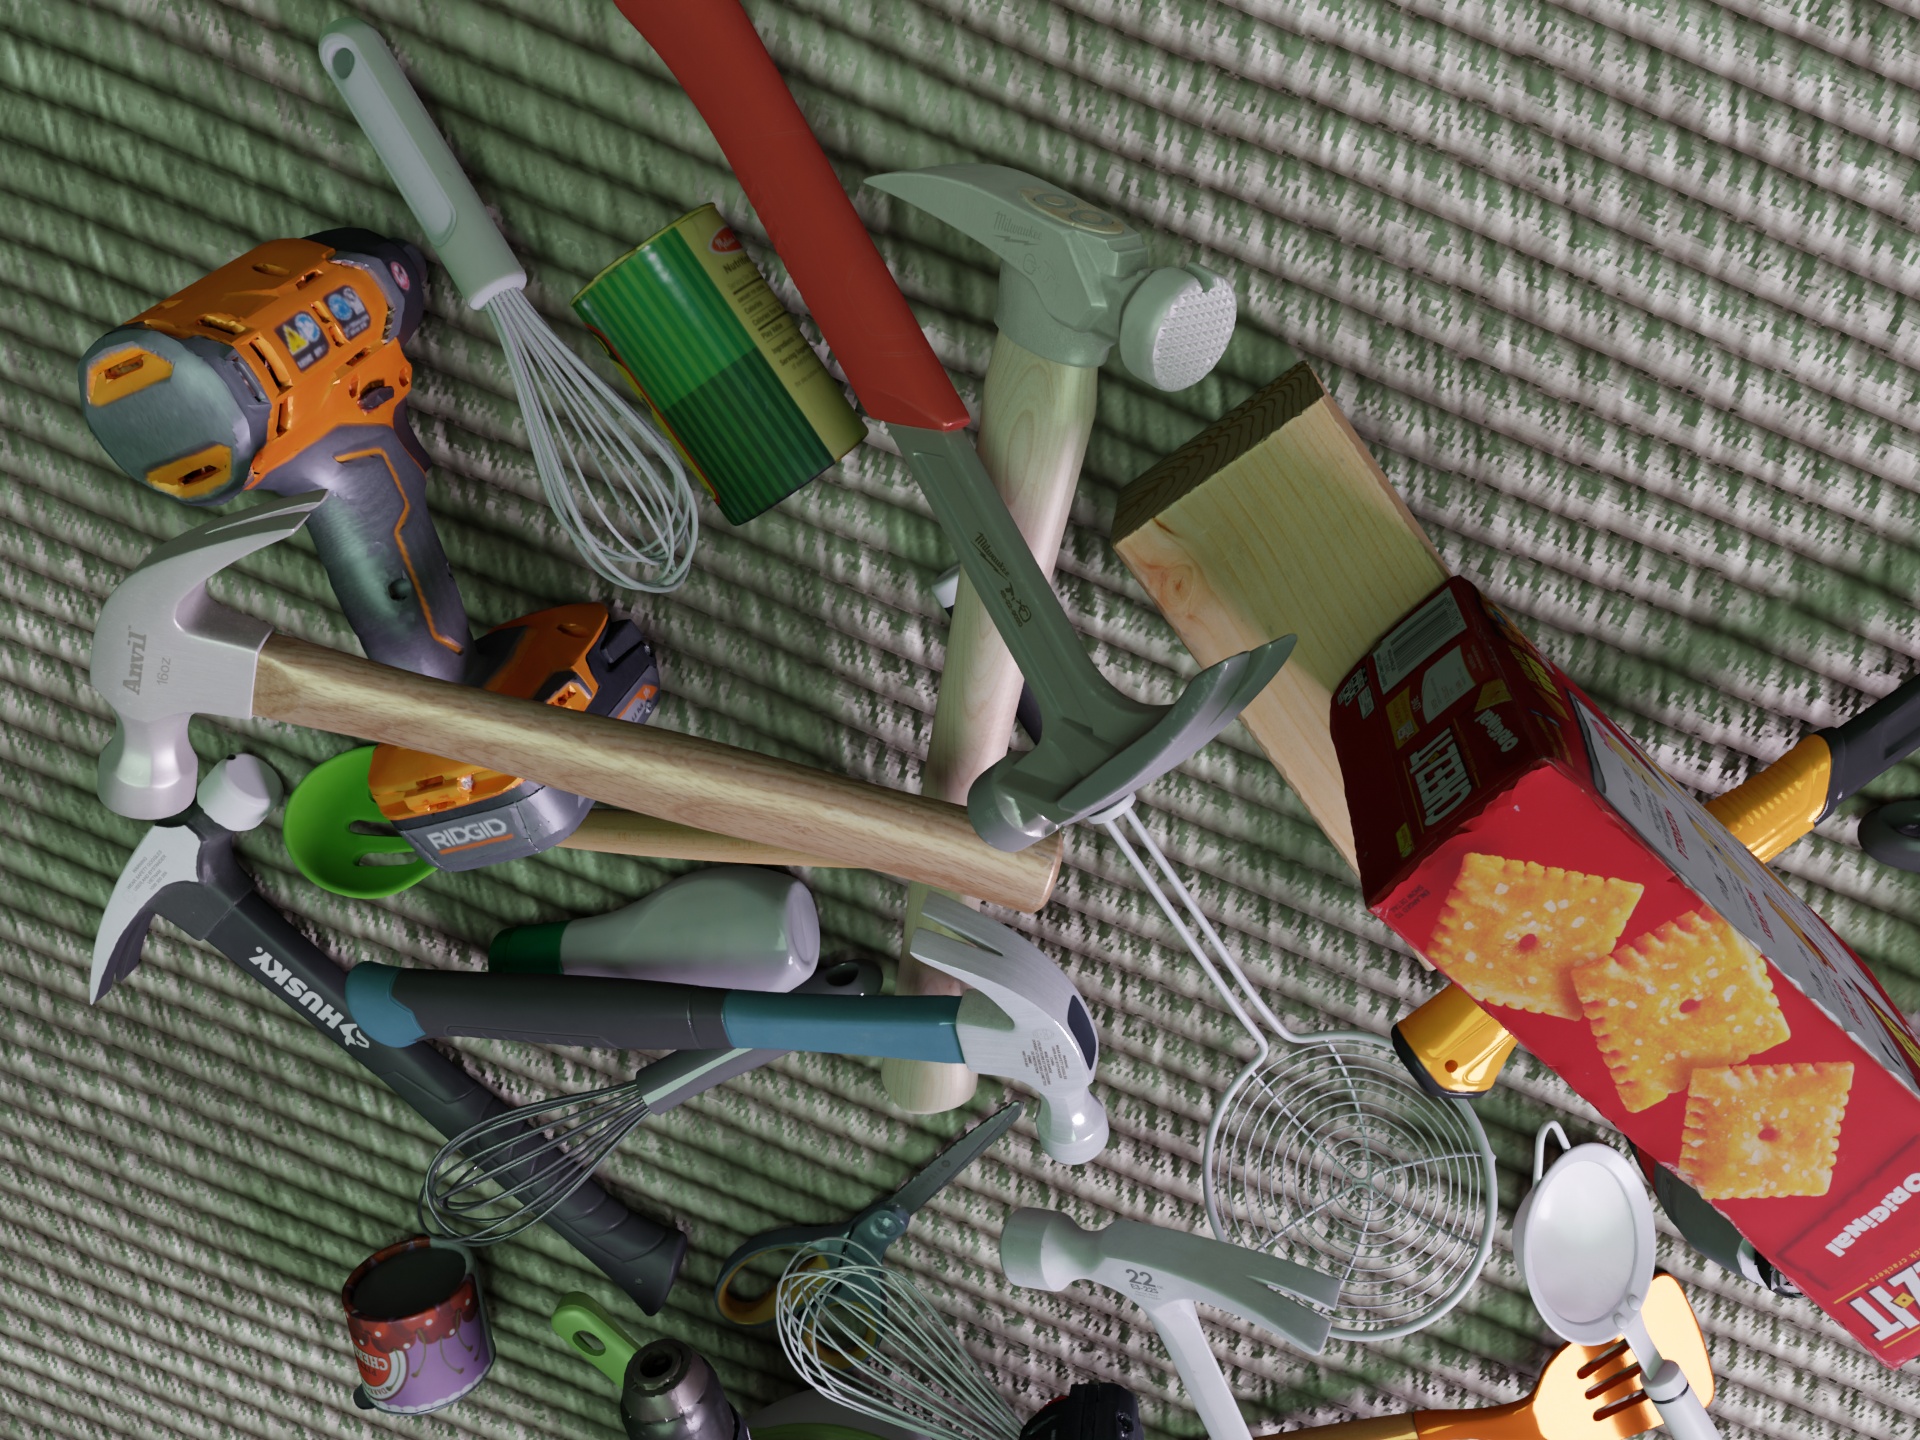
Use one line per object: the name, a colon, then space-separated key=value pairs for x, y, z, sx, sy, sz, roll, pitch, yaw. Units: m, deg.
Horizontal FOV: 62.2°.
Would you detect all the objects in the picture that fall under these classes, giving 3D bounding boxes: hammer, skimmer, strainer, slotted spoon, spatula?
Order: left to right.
hammer: x=-0.264 y=0.174 z=0.768 sx=0.334 sy=0.035 sz=0.146 roll=44 pitch=110 yaw=-10
slotted spoon: x=-0.151 y=0.048 z=0.669 sx=0.314 sy=0.031 sz=0.070 roll=1 pitch=73 yaw=21
hammer: x=-0.123 y=0.011 z=0.550 sx=0.331 sy=0.031 sz=0.130 roll=15 pitch=121 yaw=-10
hammer: x=-0.108 y=0.126 z=0.670 sx=0.331 sy=0.033 sz=0.128 roll=0 pitch=128 yaw=16
strainer: x=-0.099 y=0.353 z=0.793 sx=0.151 sy=0.069 sz=0.256 roll=-38 pitch=105 yaw=20
hammer: x=-0.027 y=-0.136 z=0.527 sx=0.359 sy=0.036 sz=0.149 roll=62 pitch=145 yaw=10
hammer: x=-0.001 y=-0.002 z=0.622 sx=0.146 sy=0.038 sz=0.410 roll=39 pitch=135 yaw=35
skimmer: x=0.094 y=0.095 z=0.658 sx=0.127 sy=0.090 sz=0.363 roll=-30 pitch=104 yaw=18
hammer: x=0.151 y=0.379 z=0.750 sx=0.144 sy=0.035 sz=0.405 roll=-4 pitch=124 yaw=34
spatula: x=0.201 y=0.345 z=0.781 sx=0.322 sy=0.041 sz=0.081 roll=-19 pitch=106 yaw=19
strainer: x=0.308 y=0.290 z=0.712 sx=0.258 sy=0.087 sz=0.050 roll=59 pitch=151 yaw=-2
hammer: x=0.304 y=0.031 z=0.609 sx=0.337 sy=0.034 sz=0.127 roll=-39 pitch=105 yaw=11

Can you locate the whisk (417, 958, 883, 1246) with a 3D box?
whisk: x=-0.141 y=0.171 z=0.724 sx=0.239 sy=0.055 sz=0.055 roll=-29 pitch=106 yaw=2

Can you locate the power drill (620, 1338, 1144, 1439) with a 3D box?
power drill: x=-0.034 y=0.344 z=0.699 sx=0.227 sy=0.080 sz=0.187 roll=-5 pitch=119 yaw=12

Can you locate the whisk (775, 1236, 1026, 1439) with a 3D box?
whisk: x=0.020 y=0.347 z=0.768 sx=0.284 sy=0.070 sz=0.070 roll=42 pitch=111 yaw=-14

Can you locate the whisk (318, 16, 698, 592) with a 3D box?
whisk: x=-0.173 y=-0.157 z=0.609 sx=0.058 sy=0.059 sz=0.246 roll=-28 pitch=96 yaw=32

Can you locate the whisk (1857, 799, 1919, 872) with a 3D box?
whisk: x=0.505 y=0.052 z=0.608 sx=0.296 sy=0.073 sz=0.073 roll=3 pitch=112 yaw=12

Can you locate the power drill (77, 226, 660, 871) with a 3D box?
power drill: x=-0.207 y=-0.074 z=0.609 sx=0.084 sy=0.164 sz=0.226 roll=-14 pitch=120 yaw=23

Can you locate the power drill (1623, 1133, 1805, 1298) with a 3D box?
power drill: x=0.381 y=0.163 z=0.621 sx=0.219 sy=0.143 sz=0.078 roll=-9 pitch=107 yaw=9
